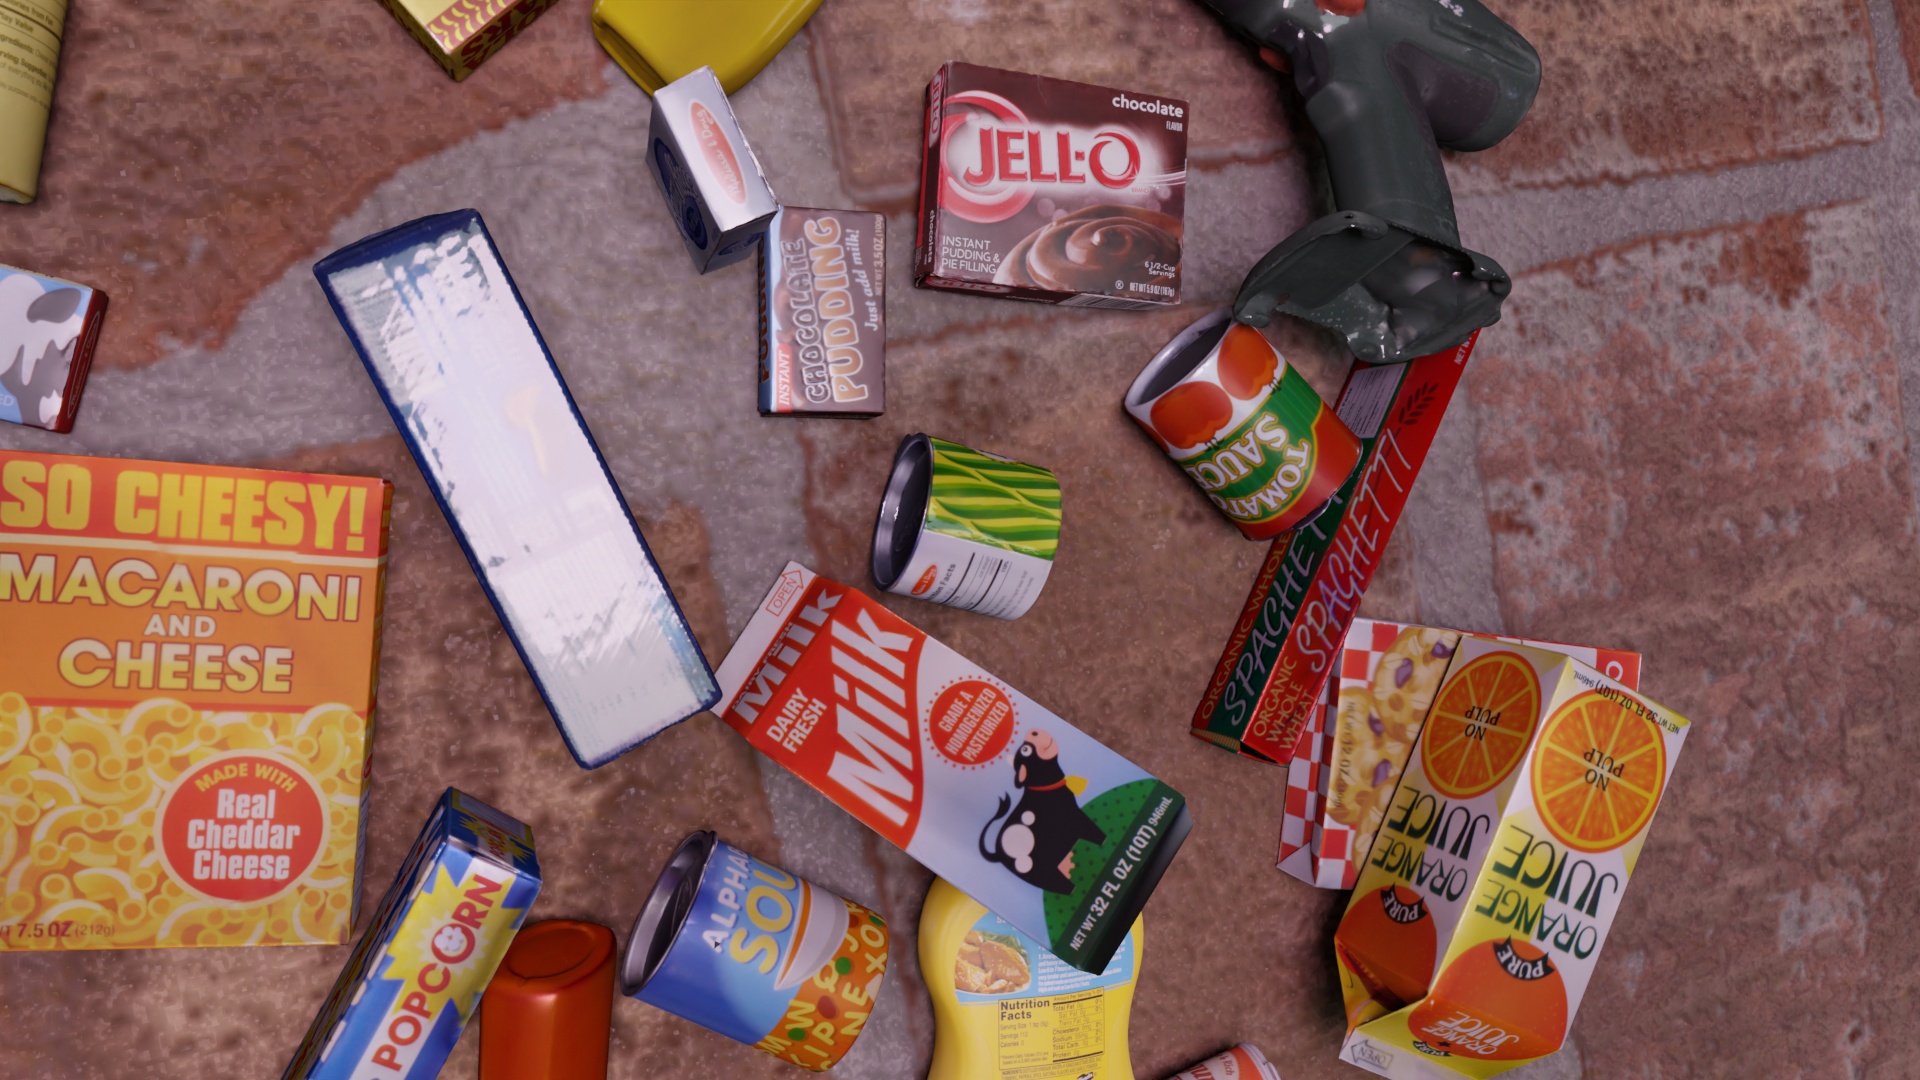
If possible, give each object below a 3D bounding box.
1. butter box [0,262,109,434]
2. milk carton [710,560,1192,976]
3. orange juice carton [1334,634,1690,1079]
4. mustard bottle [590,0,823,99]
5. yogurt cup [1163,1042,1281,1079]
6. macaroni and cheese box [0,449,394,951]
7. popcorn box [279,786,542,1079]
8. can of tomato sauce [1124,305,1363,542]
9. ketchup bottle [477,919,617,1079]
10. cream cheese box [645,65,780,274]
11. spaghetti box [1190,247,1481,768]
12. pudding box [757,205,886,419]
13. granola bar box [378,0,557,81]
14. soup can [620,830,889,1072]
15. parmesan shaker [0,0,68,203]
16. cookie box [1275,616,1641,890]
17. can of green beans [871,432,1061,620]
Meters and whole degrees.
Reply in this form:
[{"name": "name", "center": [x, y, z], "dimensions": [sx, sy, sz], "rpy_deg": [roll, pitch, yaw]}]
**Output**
[{"name": "butter box", "center": [-0.353, -0.074, 0.469], "dimensions": [0.103, 0.024, 0.053], "rpy_deg": [14, 86, -18]}, {"name": "milk carton", "center": [-0.011, 0.082, 0.536], "dimensions": [0.191, 0.073, 0.072], "rpy_deg": [30, 79, 19]}, {"name": "orange juice carton", "center": [0.229, 0.145, 0.599], "dimensions": [0.072, 0.073, 0.193], "rpy_deg": [27, 84, -16]}, {"name": "mustard bottle", "center": [-0.072, -0.239, 0.549], "dimensions": [0.065, 0.049, 0.160], "rpy_deg": [46, 77, -14]}, {"name": "yogurt cup", "center": [0.112, 0.262, 0.610], "dimensions": [0.054, 0.072, 0.072], "rpy_deg": [-13, 95, -10]}, {"name": "macaroni and cheese box", "center": [-0.273, 0.056, 0.490], "dimensions": [0.124, 0.040, 0.166], "rpy_deg": [5, 90, -18]}, {"name": "popcorn box", "center": [-0.198, 0.159, 0.492], "dimensions": [0.038, 0.085, 0.127], "rpy_deg": [30, 81, -18]}, {"name": "can of tomato sauce", "center": [0.122, -0.050, 0.605], "dimensions": [0.083, 0.071, 0.071], "rpy_deg": [44, 78, -13]}, {"name": "ketchup bottle", "center": [-0.157, 0.223, 0.521], "dimensions": [0.043, 0.065, 0.148], "rpy_deg": [6, 97, 5]}, {"name": "cream cheese box", "center": [-0.094, -0.133, 0.514], "dimensions": [0.024, 0.104, 0.053], "rpy_deg": [-26, 98, -12]}, {"name": "spaghetti box", "center": [0.175, -0.016, 0.633], "dimensions": [0.028, 0.050, 0.250], "rpy_deg": [28, 82, -16]}, {"name": "pudding box", "center": [-0.057, -0.092, 0.565], "dimensions": [0.050, 0.030, 0.083], "rpy_deg": [0, 91, -17]}, {"name": "granola bar box", "center": [-0.172, -0.274, 0.520], "dimensions": [0.166, 0.039, 0.124], "rpy_deg": [-45, 103, -13]}, {"name": "soup can", "center": [-0.078, 0.159, 0.541], "dimensions": [0.084, 0.071, 0.071], "rpy_deg": [29, 82, -17]}, {"name": "parmesan shaker", "center": [-0.333, -0.169, 0.450], "dimensions": [0.071, 0.071, 0.103], "rpy_deg": [9, 88, -18]}, {"name": "cookie box", "center": [0.239, 0.104, 0.662], "dimensions": [0.168, 0.040, 0.123], "rpy_deg": [7, 89, -17]}, {"name": "can of green beans", "center": [0.002, -0.005, 0.567], "dimensions": [0.058, 0.071, 0.071], "rpy_deg": [14, 87, -19]}]
